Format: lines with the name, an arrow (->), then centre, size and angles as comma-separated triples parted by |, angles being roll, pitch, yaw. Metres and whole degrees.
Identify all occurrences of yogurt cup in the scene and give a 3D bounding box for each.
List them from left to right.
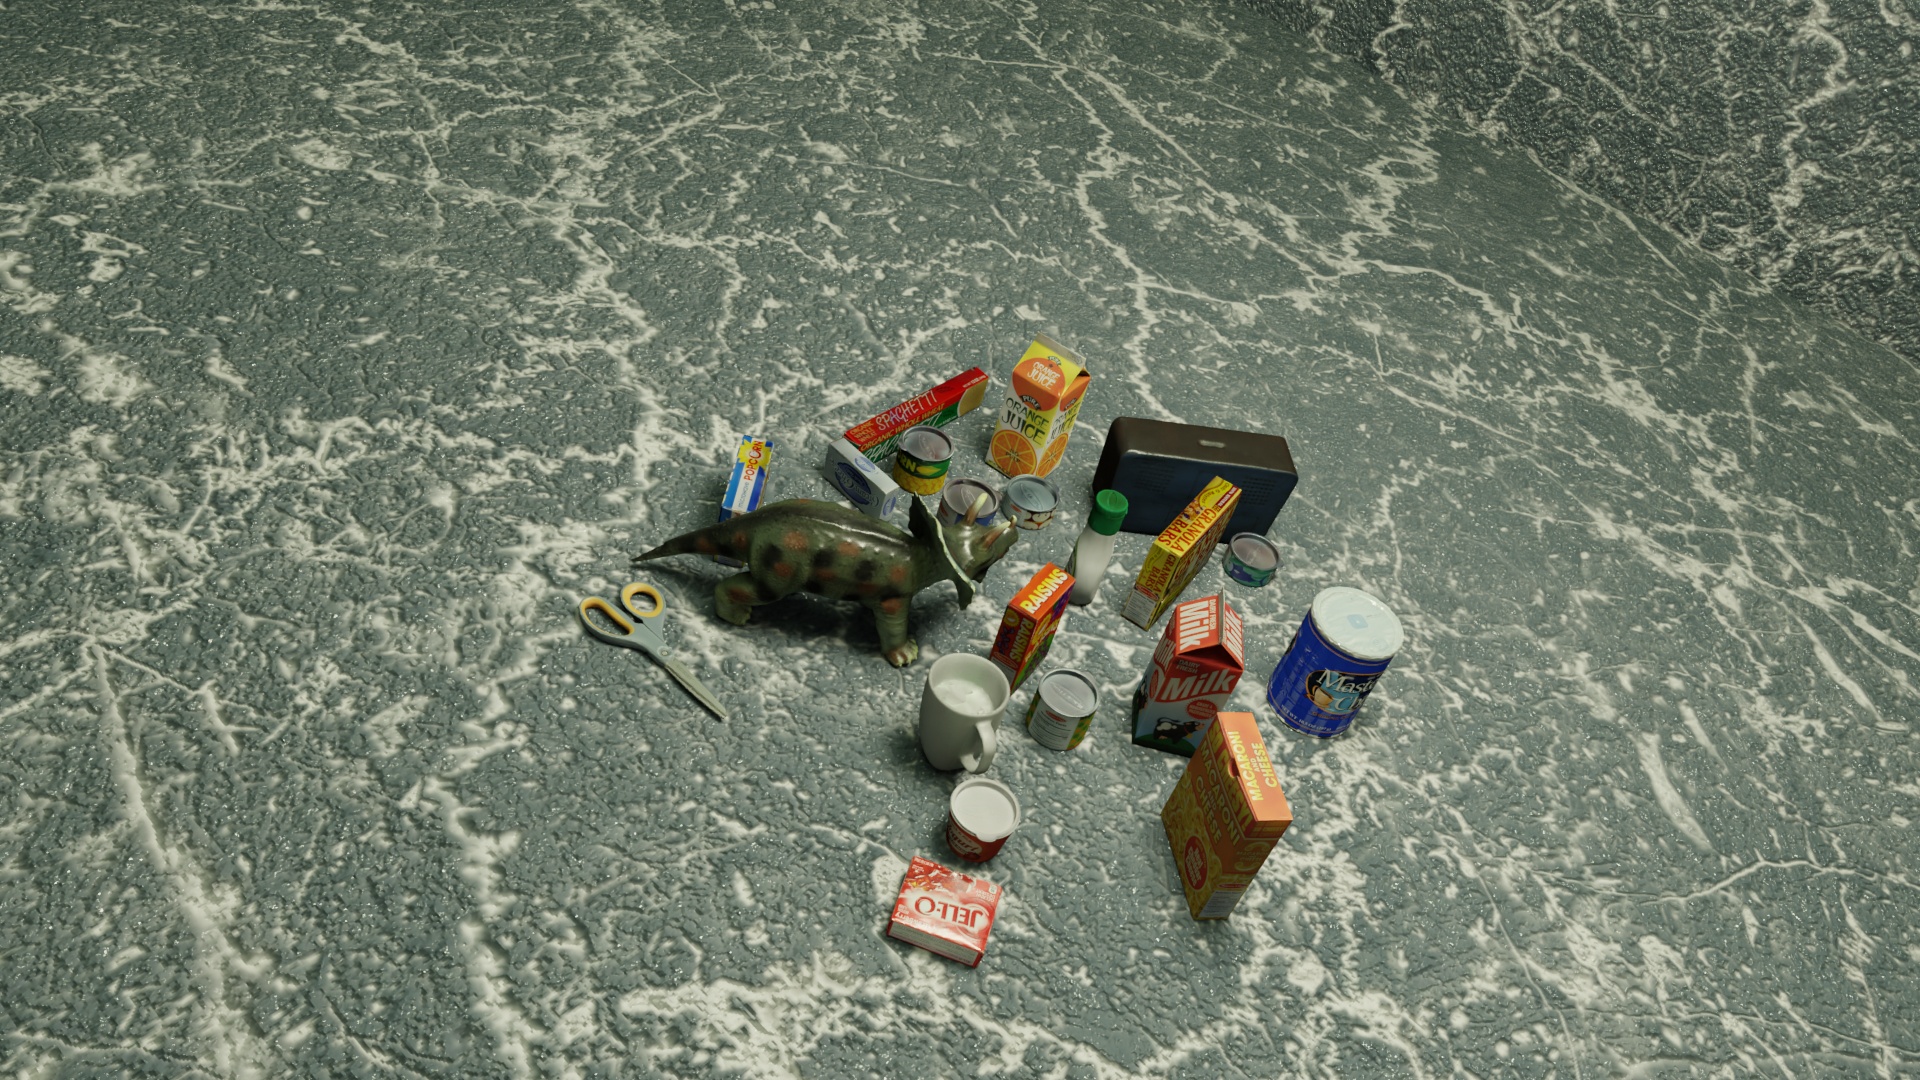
yogurt cup -> 0.018, 0.268, 1.318 | 0.072, 0.053, 0.073 | 9, 42, -9

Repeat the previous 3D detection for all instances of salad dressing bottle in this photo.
salad dressing bottle -> 0.151, 0.007, 1.571 | 0.044, 0.146, 0.064 | 16, 42, -2

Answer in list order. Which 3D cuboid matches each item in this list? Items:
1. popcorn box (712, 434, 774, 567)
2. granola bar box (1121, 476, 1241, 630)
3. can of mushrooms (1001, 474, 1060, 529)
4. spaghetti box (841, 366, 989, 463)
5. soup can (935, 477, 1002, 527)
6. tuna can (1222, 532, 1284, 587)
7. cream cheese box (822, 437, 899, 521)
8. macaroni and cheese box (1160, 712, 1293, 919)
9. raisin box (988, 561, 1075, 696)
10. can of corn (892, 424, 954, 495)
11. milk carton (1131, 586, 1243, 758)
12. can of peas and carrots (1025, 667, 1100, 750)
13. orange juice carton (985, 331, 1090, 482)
popcorn box -> -0.241, -0.044, 1.543 | 0.038, 0.084, 0.127 | 12, 42, -6
granola bar box -> 0.259, 0.014, 1.616 | 0.039, 0.123, 0.166 | 33, 44, 17
can of mushrooms -> 0.087, -0.047, 1.693 | 0.071, 0.033, 0.071 | 9, 42, -9
spaghetti box -> -0.057, -0.153, 1.747 | 0.029, 0.049, 0.251 | 38, 46, 22
soup can -> 0.006, -0.020, 1.600 | 0.071, 0.083, 0.072 | 9, 42, -9
tuna can -> 0.360, 0.025, 1.707 | 0.071, 0.032, 0.071 | 9, 42, -9
cream cheese box -> -0.118, -0.070, 1.635 | 0.024, 0.053, 0.104 | -28, 58, -38
macaroni and cheese box -> 0.248, 0.262, 1.316 | 0.040, 0.165, 0.124 | 3, 44, -16
raisin box -> 0.072, 0.094, 1.469 | 0.040, 0.122, 0.086 | 32, 44, 16
can of corn -> -0.048, -0.097, 1.683 | 0.071, 0.058, 0.071 | 9, 42, -9
milk carton -> 0.239, 0.135, 1.431 | 0.073, 0.189, 0.073 | 14, 42, -4
can of peas and carrots -> 0.107, 0.174, 1.444 | 0.071, 0.058, 0.071 | 9, 42, -9
orange juice carton -> 0.099, -0.163, 1.702 | 0.072, 0.191, 0.073 | 34, 44, 18
